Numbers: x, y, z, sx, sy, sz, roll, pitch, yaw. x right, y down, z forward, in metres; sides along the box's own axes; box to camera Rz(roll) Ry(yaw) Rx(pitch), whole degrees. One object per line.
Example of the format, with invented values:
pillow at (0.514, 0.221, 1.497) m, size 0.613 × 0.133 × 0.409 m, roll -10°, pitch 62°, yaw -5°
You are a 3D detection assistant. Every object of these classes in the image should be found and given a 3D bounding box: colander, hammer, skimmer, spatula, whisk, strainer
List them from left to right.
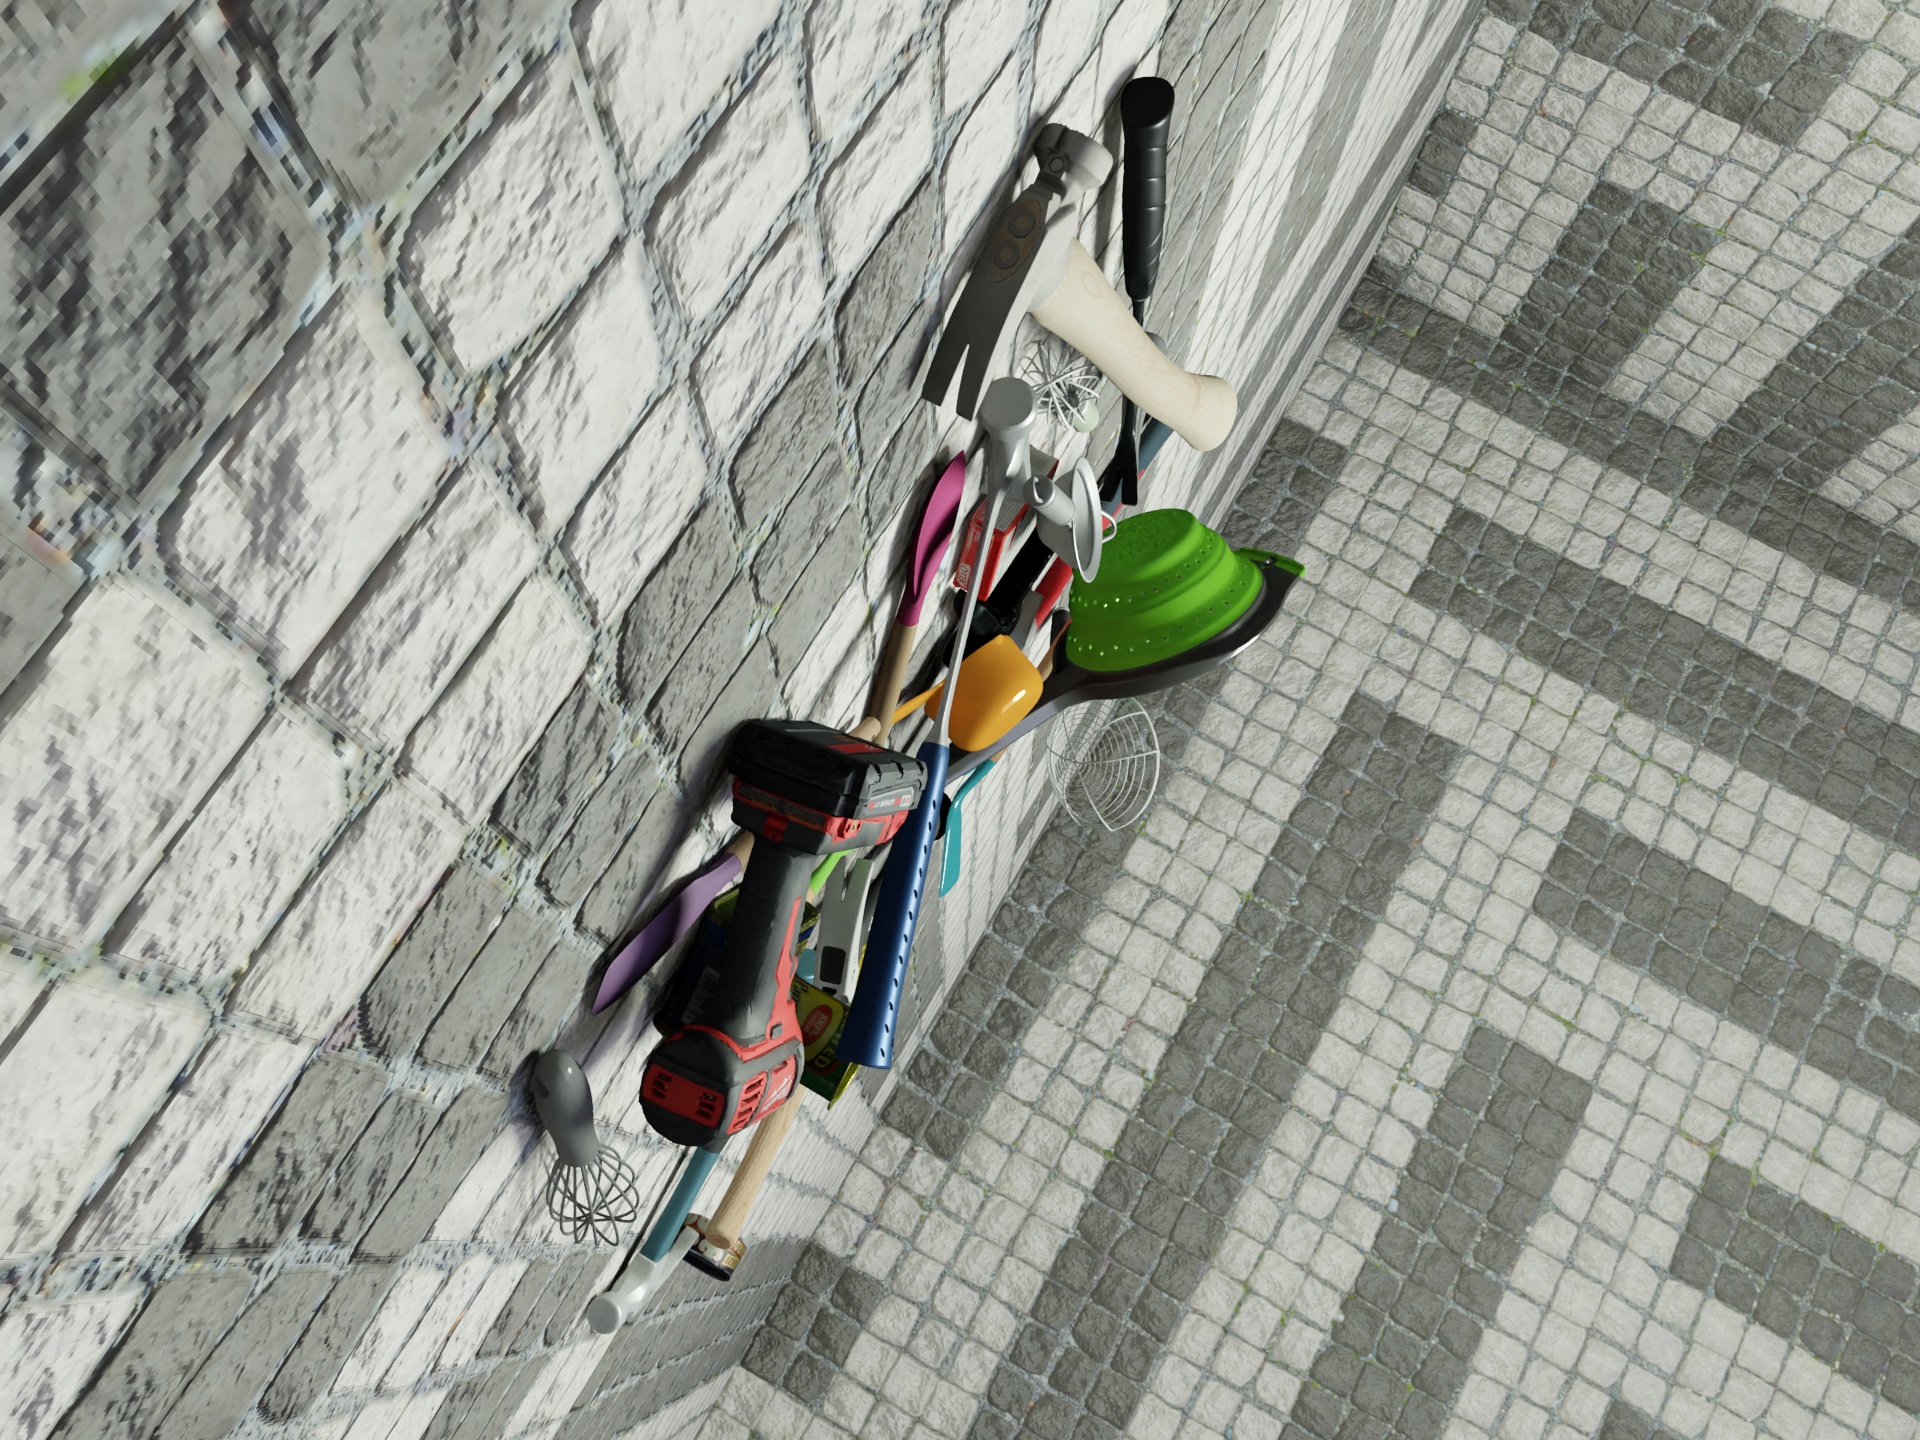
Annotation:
whisk at (-0.208, 0.235, 0.867) m, size 0.055 × 0.055 × 0.238 m, roll -56°, pitch 165°, yaw -33°
hammer at (-0.198, 0.337, 1.300) m, size 0.331 × 0.033 × 0.128 m, roll -62°, pitch 171°, yaw 2°
spatula at (-0.122, 0.073, 0.935) m, size 0.316 × 0.018 × 0.059 m, roll -48°, pitch 167°, yaw -53°
hammer at (-0.147, 0.320, 1.436) m, size 0.130 × 0.031 × 0.331 m, roll 105°, pitch 9°, yaw -50°
hammer at (-0.059, 0.131, 1.367) m, size 0.335 × 0.035 × 0.146 m, roll -53°, pitch 152°, yaw -67°
hammer at (-0.011, 0.006, 0.964) m, size 0.144 × 0.035 × 0.405 m, roll 76°, pitch 27°, yaw -80°
spatula at (0.051, 0.020, 1.482) m, size 0.317 × 0.044 × 0.082 m, roll -59°, pitch 172°, yaw 12°
strainer at (0.064, -0.136, 1.028) m, size 0.258 × 0.050 × 0.087 m, roll -6°, pitch 93°, yaw -79°
whisk at (0.074, -0.218, 1.086) m, size 0.059 × 0.058 × 0.246 m, roll -28°, pitch 180°, yaw 10°
colander at (0.091, -0.068, 1.302) m, size 0.397 × 0.094 × 0.205 m, roll -33°, pitch -155°, yaw -12°
skimmer at (0.128, -0.022, 1.528) m, size 0.363 × 0.090 × 0.127 m, roll -85°, pitch -161°, yaw -65°
hammer at (0.132, -0.200, 1.489) m, size 0.386 × 0.038 × 0.143 m, roll -56°, pitch 169°, yaw -31°
hammer at (0.097, -0.210, 0.955) m, size 0.146 × 0.038 × 0.410 m, roll -63°, pitch 159°, yaw 8°
hammer at (0.116, -0.279, 1.054) m, size 0.408 × 0.036 × 0.149 m, roll 73°, pitch 27°, yaw -74°

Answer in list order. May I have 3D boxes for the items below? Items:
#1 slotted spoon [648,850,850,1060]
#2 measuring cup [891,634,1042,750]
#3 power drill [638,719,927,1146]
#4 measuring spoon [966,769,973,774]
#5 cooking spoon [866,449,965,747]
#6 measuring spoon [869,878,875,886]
slotted spoon at (-0.122, 0.134, 1.114) m, size 0.314 × 0.031 × 0.070 m, roll -50°, pitch 168°, yaw -44°
measuring cup at (-0.002, -0.004, 1.181) m, size 0.173 × 0.052 × 0.095 m, roll -30°, pitch 164°, yaw -51°
power drill at (-0.097, 0.115, 0.868) m, size 0.143 × 0.078 × 0.219 m, roll 2°, pitch 107°, yaw -74°
measuring spoon at (0.021, 0.008, 1.557) m, size 0.042 × 0.021 × 0.128 m, roll -51°, pitch 168°, yaw -51°
cooking spoon at (-0.039, -0.049, 1.028) m, size 0.069 × 0.017 × 0.318 m, roll -59°, pitch 172°, yaw -40°
measuring spoon at (-0.110, 0.182, 1.401) m, size 0.124 × 0.018 × 0.034 m, roll -47°, pitch 160°, yaw -34°
